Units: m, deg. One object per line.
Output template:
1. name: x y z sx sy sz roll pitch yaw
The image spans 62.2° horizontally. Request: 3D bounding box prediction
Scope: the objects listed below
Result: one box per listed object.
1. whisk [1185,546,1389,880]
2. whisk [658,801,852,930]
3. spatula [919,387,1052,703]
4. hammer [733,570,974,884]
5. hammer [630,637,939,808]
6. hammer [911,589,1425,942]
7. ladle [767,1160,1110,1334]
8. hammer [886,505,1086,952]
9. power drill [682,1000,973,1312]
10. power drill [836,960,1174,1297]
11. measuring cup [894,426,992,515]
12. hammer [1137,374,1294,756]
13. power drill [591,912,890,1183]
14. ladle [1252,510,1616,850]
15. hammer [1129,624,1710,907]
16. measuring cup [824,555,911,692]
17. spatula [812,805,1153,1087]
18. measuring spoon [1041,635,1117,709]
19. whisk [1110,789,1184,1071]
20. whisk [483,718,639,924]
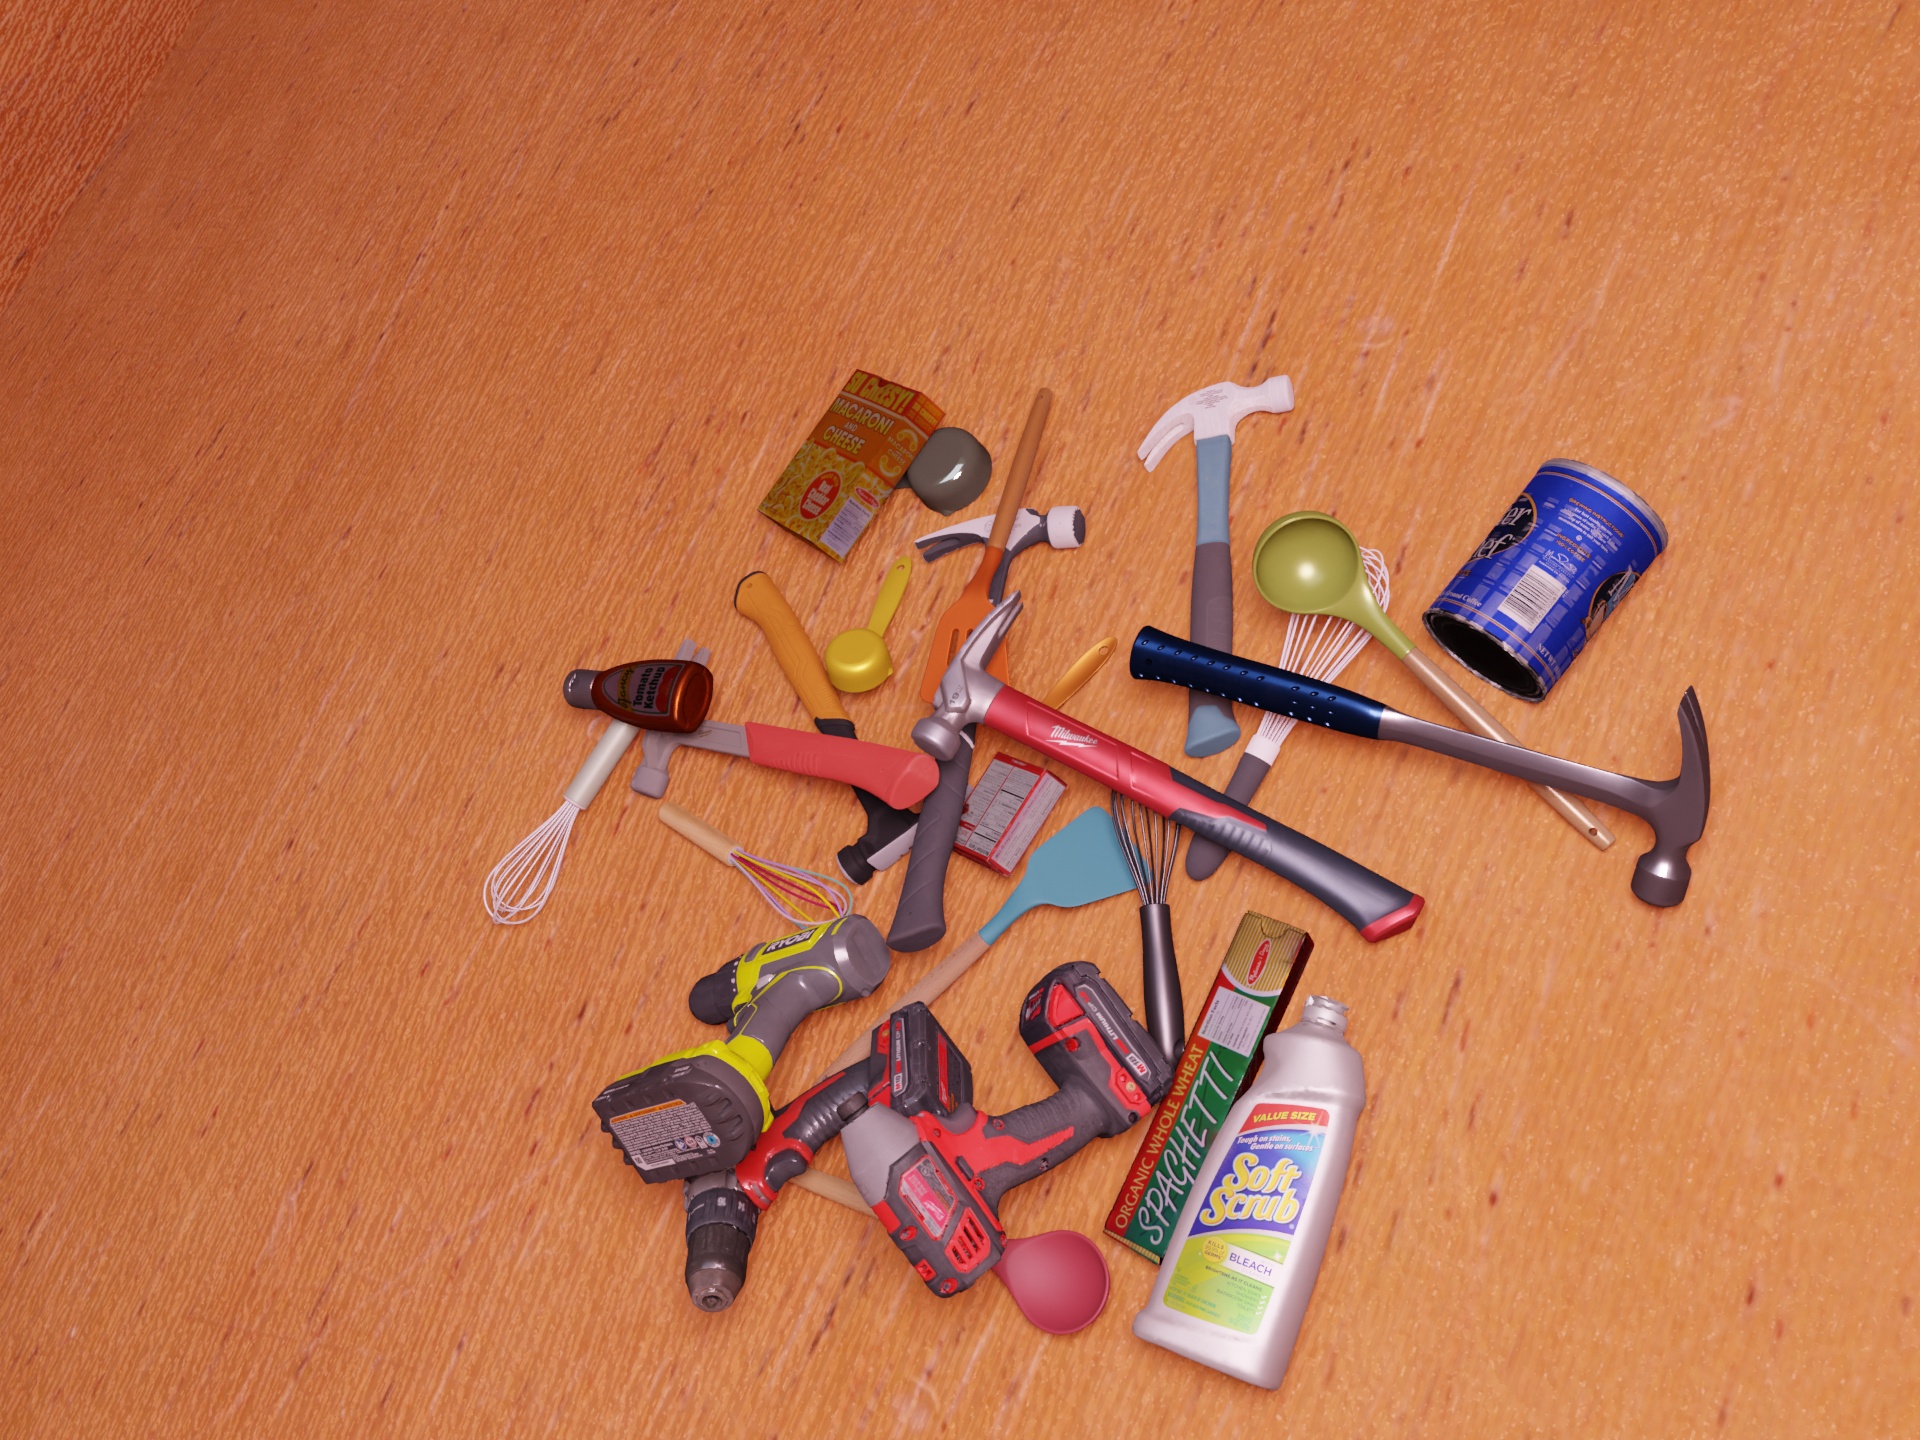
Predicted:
1. whisk: 0.242 -0.006 1.196 0.070 0.070 0.284 27 86 34
2. whisk: -0.179 0.121 1.359 0.245 0.047 0.051 27 82 37
3. spatula: 0.037 -0.155 1.339 0.081 0.041 0.323 1 56 26
4. hammer: -0.114 -0.018 1.395 0.127 0.034 0.337 -38 55 7
5. hammer: -0.150 0.014 1.346 0.359 0.036 0.149 8 74 45
6. hammer: 0.160 0.040 1.163 0.386 0.038 0.143 27 74 19
7. ladle: -0.026 0.372 1.169 0.315 0.031 0.069 11 68 33
8. hammer: -0.002 -0.004 1.293 0.149 0.036 0.409 -1 58 24
9. power drill: -0.105 0.320 1.163 0.226 0.080 0.188 -26 28 13
10. power drill: 0.026 0.266 1.079 0.219 0.078 0.143 -34 82 -28
11. measuring cup: -0.053 -0.231 1.461 0.167 0.038 0.083 1 67 28
12. hammer: 0.205 -0.128 1.283 0.128 0.033 0.331 -6 64 24
13. power drill: -0.175 0.243 1.211 0.190 0.080 0.228 -22 16 33
14. ladle: 0.329 -0.027 1.111 0.320 0.062 0.078 48 117 18
15. hammer: 0.304 -0.001 1.099 0.406 0.035 0.144 19 121 29
16. measuring cup: -0.074 -0.093 1.392 0.062 0.029 0.157 8 56 18
17. spatula: 0.006 0.191 1.242 0.317 0.044 0.082 -43 57 9
18. measuring spoon: 0.089 -0.025 1.310 0.117 0.011 0.021 -46 55 -3
19. whisk: 0.145 0.140 1.179 0.055 0.055 0.239 -11 69 23
20. whisk: -0.357 0.082 1.457 0.058 0.059 0.246 32 86 7
